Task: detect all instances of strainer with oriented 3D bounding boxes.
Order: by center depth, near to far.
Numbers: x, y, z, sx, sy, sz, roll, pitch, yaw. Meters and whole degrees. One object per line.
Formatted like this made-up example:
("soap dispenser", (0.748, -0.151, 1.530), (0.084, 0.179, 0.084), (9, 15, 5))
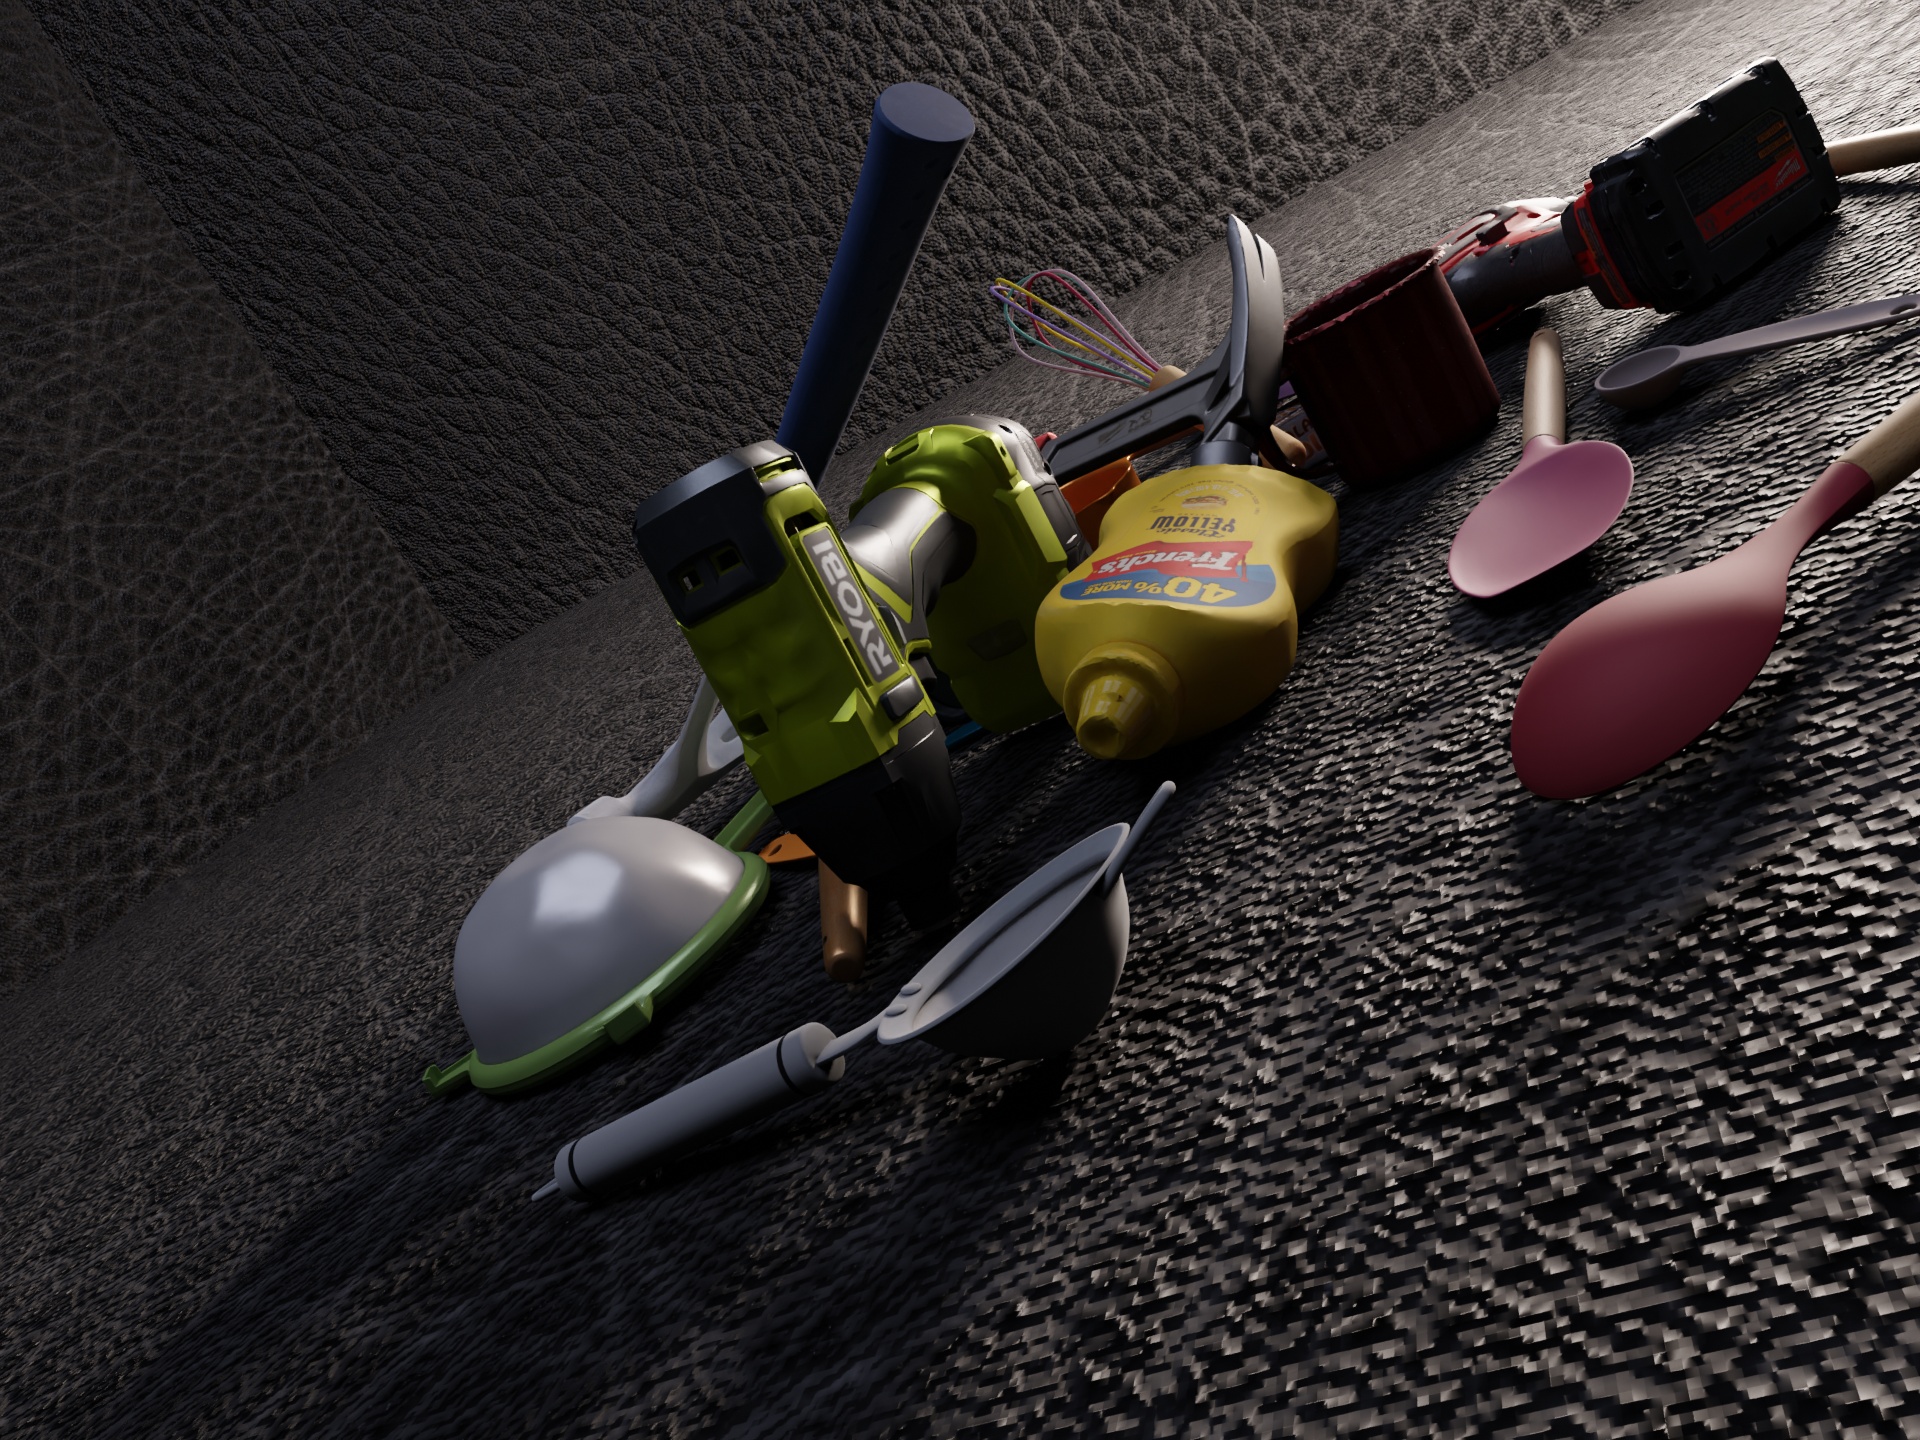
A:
("strainer", (-0.034, 0.093, 0.448), (0.258, 0.050, 0.087), (-30, 7, 27))
("strainer", (-0.136, 0.055, 0.709), (0.151, 0.069, 0.256), (-22, 19, 39))

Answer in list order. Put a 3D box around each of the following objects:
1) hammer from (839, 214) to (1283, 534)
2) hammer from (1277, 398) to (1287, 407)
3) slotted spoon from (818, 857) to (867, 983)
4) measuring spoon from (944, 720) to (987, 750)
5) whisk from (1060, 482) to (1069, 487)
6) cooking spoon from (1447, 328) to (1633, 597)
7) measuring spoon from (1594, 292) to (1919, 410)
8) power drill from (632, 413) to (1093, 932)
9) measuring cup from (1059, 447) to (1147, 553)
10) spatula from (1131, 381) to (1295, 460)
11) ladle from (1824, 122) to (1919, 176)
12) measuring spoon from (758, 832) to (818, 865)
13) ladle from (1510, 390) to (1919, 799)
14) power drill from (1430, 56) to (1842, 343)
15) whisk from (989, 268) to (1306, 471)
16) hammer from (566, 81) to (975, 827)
("hammer", (0.013, -0.125, 0.829), (0.359, 0.036, 0.149), (-18, 55, 44))
("hammer", (0.032, -0.133, 1.097), (0.409, 0.036, 0.149), (-32, 13, -3))
("slotted spoon", (-0.050, 0.020, 0.672), (0.031, 0.070, 0.314), (9, 22, -9))
("measuring spoon", (-0.001, -0.002, 0.737), (0.128, 0.021, 0.042), (-29, 14, 15))
("whisk", (-0.003, -0.086, 0.996), (0.239, 0.055, 0.055), (-31, 13, 19))
("cooking spoon", (0.236, -0.116, 0.643), (0.069, 0.017, 0.319), (-31, 13, 30))
("measuring spoon", (0.302, -0.137, 0.598), (0.124, 0.018, 0.034), (-7, 30, 44))
("power drill", (-0.016, -0.031, 0.608), (0.080, 0.171, 0.223), (-24, 7, 27))
("measuring cup", (0.095, -0.118, 0.871), (0.173, 0.052, 0.095), (-38, 16, -25))
("spatula", (0.124, -0.172, 0.944), (0.316, 0.018, 0.060), (-16, 23, 44))
("ladle", (0.423, -0.266, 0.697), (0.078, 0.062, 0.320), (-29, 12, 9))
("measuring spoon", (-0.063, 0.057, 0.695), (0.021, 0.011, 0.117), (-47, 16, -25))
("ladle", (0.264, -0.077, 0.441), (0.315, 0.031, 0.069), (-34, 14, -18))
("power drill", (0.323, -0.251, 0.820), (0.143, 0.078, 0.220), (-34, 11, -14))
("whisk", (0.100, -0.194, 0.877), (0.051, 0.047, 0.245), (-33, 50, -19))
("hammer", (-0.079, -0.088, 0.696), (0.144, 0.035, 0.405), (-42, -13, -44))
